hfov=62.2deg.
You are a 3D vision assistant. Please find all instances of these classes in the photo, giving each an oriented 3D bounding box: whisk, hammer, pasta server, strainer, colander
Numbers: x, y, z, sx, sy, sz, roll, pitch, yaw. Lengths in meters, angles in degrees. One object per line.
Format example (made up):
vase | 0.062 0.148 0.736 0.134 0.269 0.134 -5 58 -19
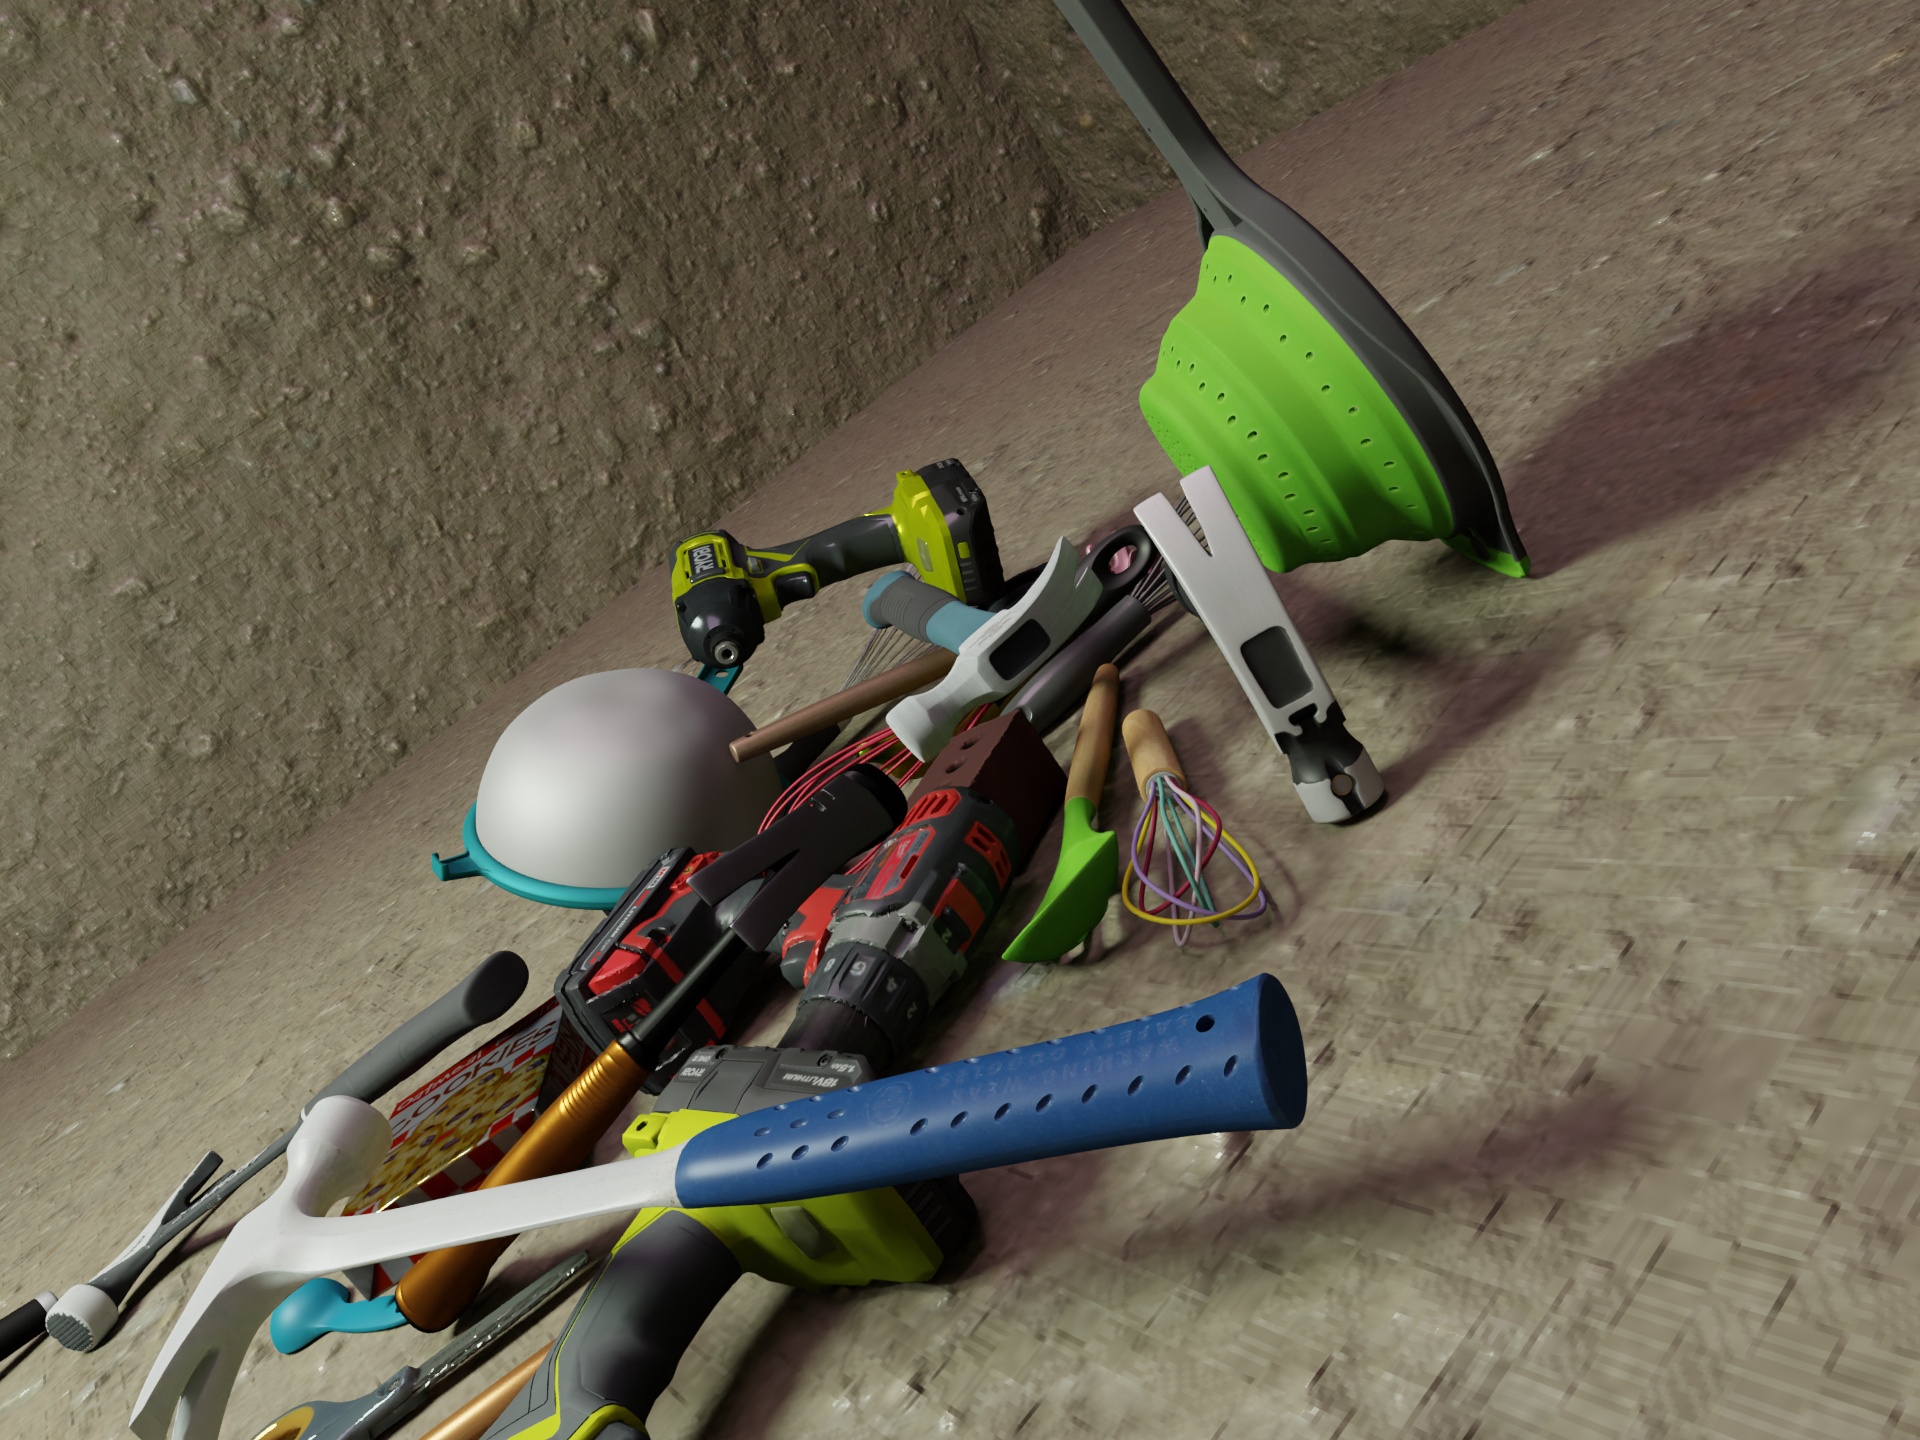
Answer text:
whisk | 0.088 0.037 0.700 0.047 0.051 0.245 -38 13 11
hammer | -0.011 -0.055 0.884 0.128 0.033 0.331 -40 15 -4
whisk | 0.103 -0.068 0.955 0.239 0.055 0.055 -44 19 -18
pasta server | -0.002 -0.049 1.003 0.316 0.040 0.060 -24 18 -18
hammer | -0.092 0.146 0.491 0.405 0.035 0.144 -18 29 25
whisk | -0.073 -0.025 1.156 0.285 0.070 0.070 -49 21 -28
strainer | -0.199 -0.004 1.056 0.211 0.095 0.341 4 28 7
hammer | 0.126 -0.058 0.773 0.035 0.146 0.335 -29 9 8
colander | 0.098 -0.196 0.711 0.094 0.397 0.205 -39 16 6
hammer | -0.146 0.152 0.642 0.336 0.034 0.127 -49 -5 26
hammer | -0.399 0.249 0.969 0.409 0.036 0.149 -36 13 25
whisk | -0.001 -0.003 0.877 0.296 0.073 0.073 -43 17 -1

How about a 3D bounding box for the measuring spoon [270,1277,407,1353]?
measuring spoon | -0.305 0.288 0.788 0.128 0.021 0.042 -21 21 38

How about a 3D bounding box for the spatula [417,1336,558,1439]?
spatula | -0.218 0.282 0.606 0.322 0.041 0.081 -35 16 -5

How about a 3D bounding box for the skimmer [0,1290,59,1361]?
skimmer | -0.710 0.501 0.966 0.127 0.090 0.363 -21 11 46

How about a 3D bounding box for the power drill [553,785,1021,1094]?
power drill | -0.090 0.122 0.750 0.227 0.080 0.188 -15 29 39

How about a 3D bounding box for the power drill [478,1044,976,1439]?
power drill | -0.094 0.214 0.500 0.190 0.080 0.228 -10 31 45

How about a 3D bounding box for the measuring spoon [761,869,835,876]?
measuring spoon | -0.109 0.099 0.960 0.124 0.018 0.034 -26 15 48

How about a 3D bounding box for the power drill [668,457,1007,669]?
power drill | -0.089 -0.103 1.107 0.223 0.080 0.171 -17 28 -5

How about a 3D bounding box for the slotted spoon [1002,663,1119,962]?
slotted spoon | 0.063 0.032 0.783 0.070 0.031 0.314 -51 7 23
